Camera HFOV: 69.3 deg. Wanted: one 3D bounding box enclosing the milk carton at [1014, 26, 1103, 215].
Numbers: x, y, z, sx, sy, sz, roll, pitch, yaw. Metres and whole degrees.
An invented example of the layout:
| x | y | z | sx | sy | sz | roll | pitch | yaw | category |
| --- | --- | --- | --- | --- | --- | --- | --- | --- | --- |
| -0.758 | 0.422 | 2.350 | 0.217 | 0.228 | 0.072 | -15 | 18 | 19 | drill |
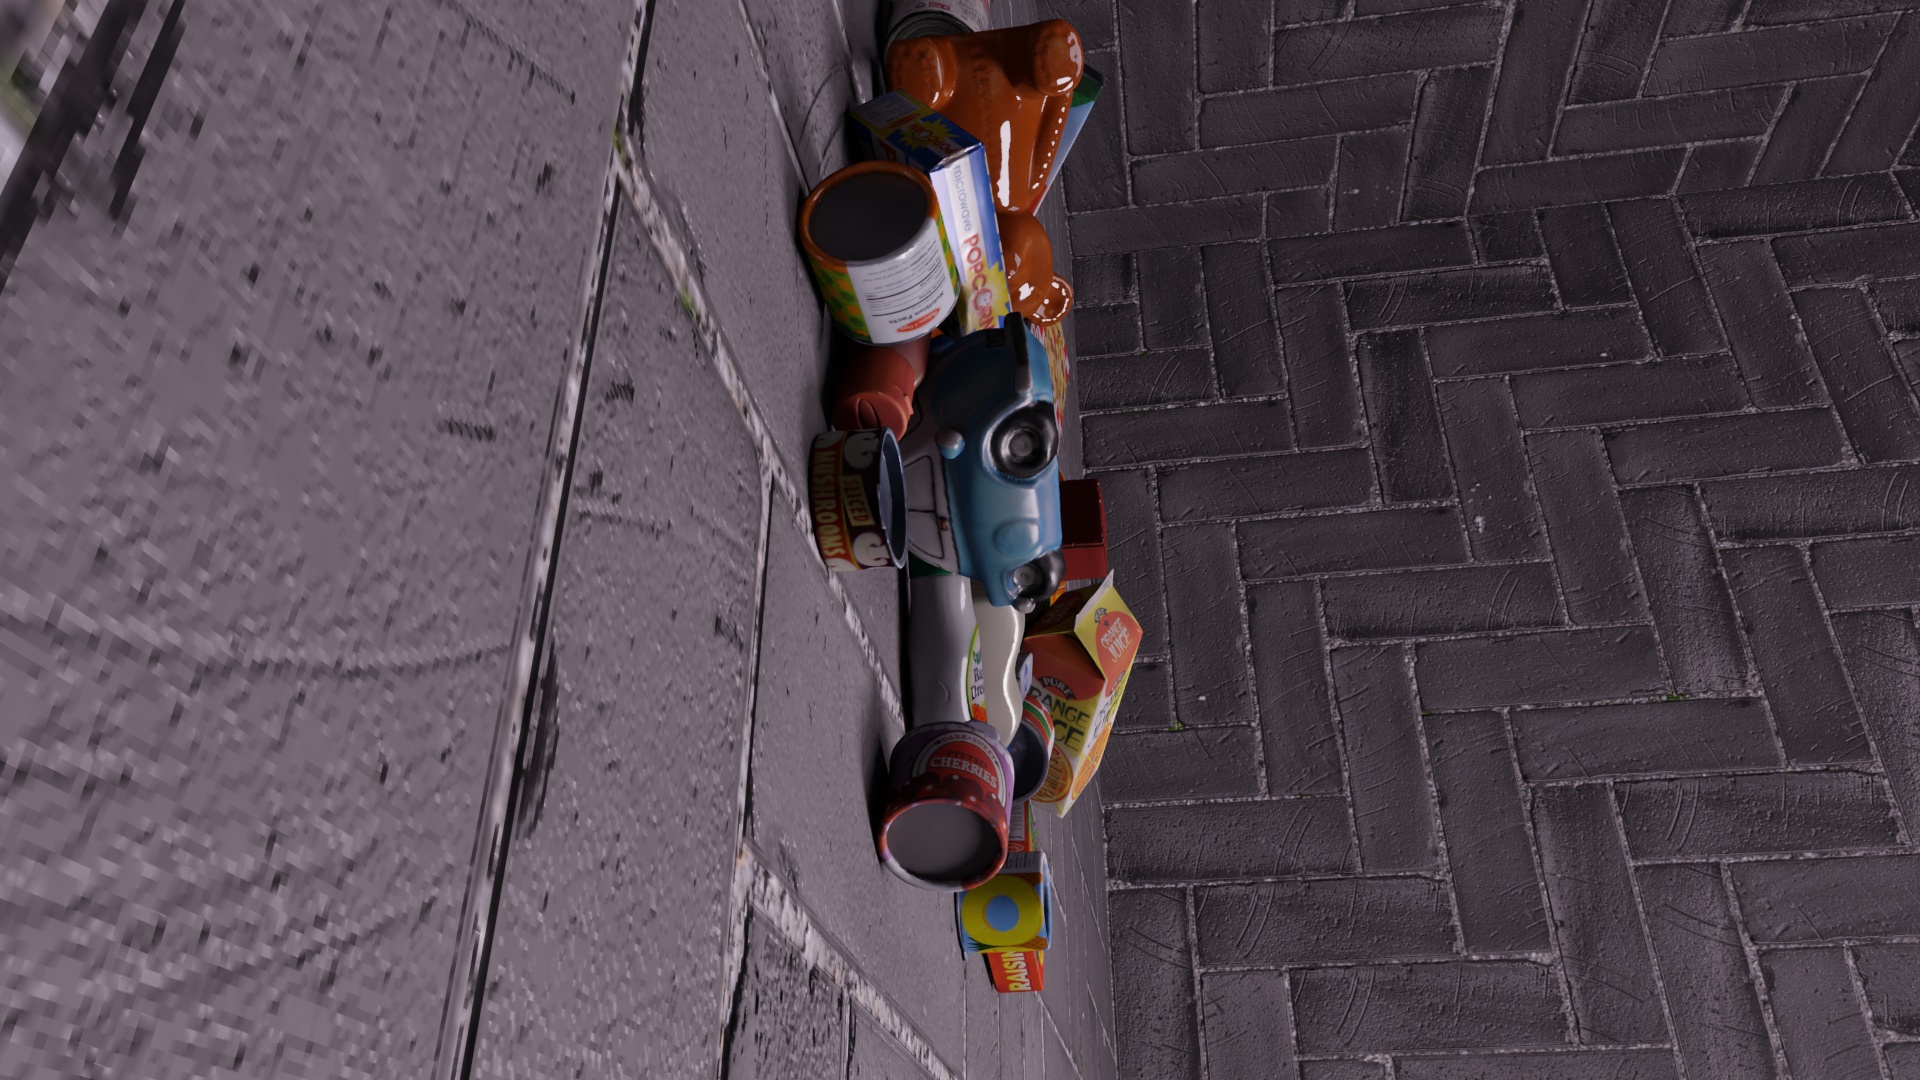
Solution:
| x | y | z | sx | sy | sz | roll | pitch | yaw | category |
| --- | --- | --- | --- | --- | --- | --- | --- | --- | --- |
| 0.022 | -0.248 | 0.961 | 0.189 | 0.073 | 0.072 | -60 | -174 | 23 | milk carton |

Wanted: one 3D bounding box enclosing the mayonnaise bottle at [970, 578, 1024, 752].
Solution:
| x | y | z | sx | sy | sz | roll | pitch | yaw | category |
| --- | --- | --- | --- | --- | --- | --- | --- | --- | --- |
| 0.011 | 0.098 | 0.890 | 0.041 | 0.065 | 0.147 | -69 | 157 | -67 | mayonnaise bottle |

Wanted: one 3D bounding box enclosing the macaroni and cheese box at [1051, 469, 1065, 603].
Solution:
| x | y | z | sx | sy | sz | roll | pitch | yaw | category |
| --- | --- | --- | --- | --- | --- | --- | --- | --- | --- |
| 0.054 | -0.033 | 1.159 | 0.165 | 0.040 | 0.124 | 87 | -14 | -61 | macaroni and cheese box |

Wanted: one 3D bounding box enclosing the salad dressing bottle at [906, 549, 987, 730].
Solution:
| x | y | z | sx | sy | sz | roll | pitch | yaw | category |
| --- | --- | --- | --- | --- | --- | --- | --- | --- | --- |
| -0.010 | 0.058 | 0.818 | 0.064 | 0.044 | 0.147 | 31 | 54 | -79 | salad dressing bottle |

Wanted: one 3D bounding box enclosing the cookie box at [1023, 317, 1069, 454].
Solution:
| x | y | z | sx | sy | sz | roll | pitch | yaw | category |
| --- | --- | --- | --- | --- | --- | --- | --- | --- | --- |
| 0.048 | -0.126 | 1.023 | 0.168 | 0.040 | 0.122 | -79 | 160 | -46 | cookie box |

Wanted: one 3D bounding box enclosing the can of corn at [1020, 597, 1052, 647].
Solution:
| x | y | z | sx | sy | sz | roll | pitch | yaw | category |
| --- | --- | --- | --- | --- | --- | --- | --- | --- | --- |
| 0.038 | 0.049 | 1.085 | 0.058 | 0.071 | 0.071 | 66 | 20 | -69 | can of corn |

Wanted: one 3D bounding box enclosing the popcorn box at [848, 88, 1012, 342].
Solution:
| x | y | z | sx | sy | sz | roll | pitch | yaw | category |
| --- | --- | --- | --- | --- | --- | --- | --- | --- | --- |
| -0.016 | -0.182 | 0.792 | 0.085 | 0.038 | 0.126 | 43 | -22 | 38 | popcorn box |

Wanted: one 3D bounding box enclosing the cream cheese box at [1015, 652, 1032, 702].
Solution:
| x | y | z | sx | sy | sz | roll | pitch | yaw | category |
| --- | --- | --- | --- | --- | --- | --- | --- | --- | --- |
| 0.020 | 0.098 | 0.976 | 0.104 | 0.053 | 0.024 | -31 | 120 | -81 | cream cheese box |

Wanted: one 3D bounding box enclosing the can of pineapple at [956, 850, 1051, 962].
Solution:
| x | y | z | sx | sy | sz | roll | pitch | yaw | category |
| --- | --- | --- | --- | --- | --- | --- | --- | --- | --- |
| 0.030 | 0.246 | 0.940 | 0.071 | 0.058 | 0.071 | -7 | 93 | -82 | can of pineapple |

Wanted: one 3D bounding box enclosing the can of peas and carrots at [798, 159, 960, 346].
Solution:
| x | y | z | sx | sy | sz | roll | pitch | yaw | category |
| --- | --- | --- | --- | --- | --- | --- | --- | --- | --- |
| -0.039 | -0.136 | 0.653 | 0.058 | 0.071 | 0.071 | 71 | 16 | -59 | can of peas and carrots |

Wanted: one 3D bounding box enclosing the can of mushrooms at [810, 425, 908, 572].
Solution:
| x | y | z | sx | sy | sz | roll | pitch | yaw | category |
| --- | --- | --- | --- | --- | --- | --- | --- | --- | --- |
| -0.046 | -0.019 | 0.639 | 0.071 | 0.033 | 0.071 | -7 | 93 | -83 | can of mushrooms |

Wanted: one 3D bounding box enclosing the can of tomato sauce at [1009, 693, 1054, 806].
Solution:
| x | y | z | sx | sy | sz | roll | pitch | yaw | category |
| --- | --- | --- | --- | --- | --- | --- | --- | --- | --- |
| 0.031 | 0.144 | 0.985 | 0.083 | 0.071 | 0.071 | -36 | 121 | -82 | can of tomato sauce |

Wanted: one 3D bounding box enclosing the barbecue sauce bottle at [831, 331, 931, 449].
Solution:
| x | y | z | sx | sy | sz | roll | pitch | yaw | category |
| --- | --- | --- | --- | --- | --- | --- | --- | --- | --- |
| -0.038 | -0.104 | 0.712 | 0.149 | 0.043 | 0.064 | -85 | 164 | -49 | barbecue sauce bottle |

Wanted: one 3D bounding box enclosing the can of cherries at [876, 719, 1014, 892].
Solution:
| x | y | z | sx | sy | sz | roll | pitch | yaw | category |
| --- | --- | --- | --- | --- | --- | --- | --- | --- | --- |
| -0.006 | 0.133 | 0.706 | 0.059 | 0.071 | 0.071 | -80 | 164 | -58 | can of cherries |

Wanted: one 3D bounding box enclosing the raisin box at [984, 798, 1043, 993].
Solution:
| x | y | z | sx | sy | sz | roll | pitch | yaw | category |
| --- | --- | --- | --- | --- | --- | --- | --- | --- | --- |
| 0.040 | 0.271 | 1.068 | 0.124 | 0.040 | 0.085 | -89 | 171 | -46 | raisin box |

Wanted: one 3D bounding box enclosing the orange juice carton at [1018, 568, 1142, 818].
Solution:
| x | y | z | sx | sy | sz | roll | pitch | yaw | category |
| --- | --- | --- | --- | --- | --- | --- | --- | --- | --- |
| 0.082 | 0.113 | 1.069 | 0.072 | 0.073 | 0.191 | -43 | 152 | -50 | orange juice carton |

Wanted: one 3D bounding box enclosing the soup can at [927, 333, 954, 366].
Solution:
| x | y | z | sx | sy | sz | roll | pitch | yaw | category |
| --- | --- | --- | --- | --- | --- | --- | --- | --- | --- |
| -0.003 | -0.087 | 0.852 | 0.084 | 0.071 | 0.071 | -74 | 158 | -69 | soup can |
